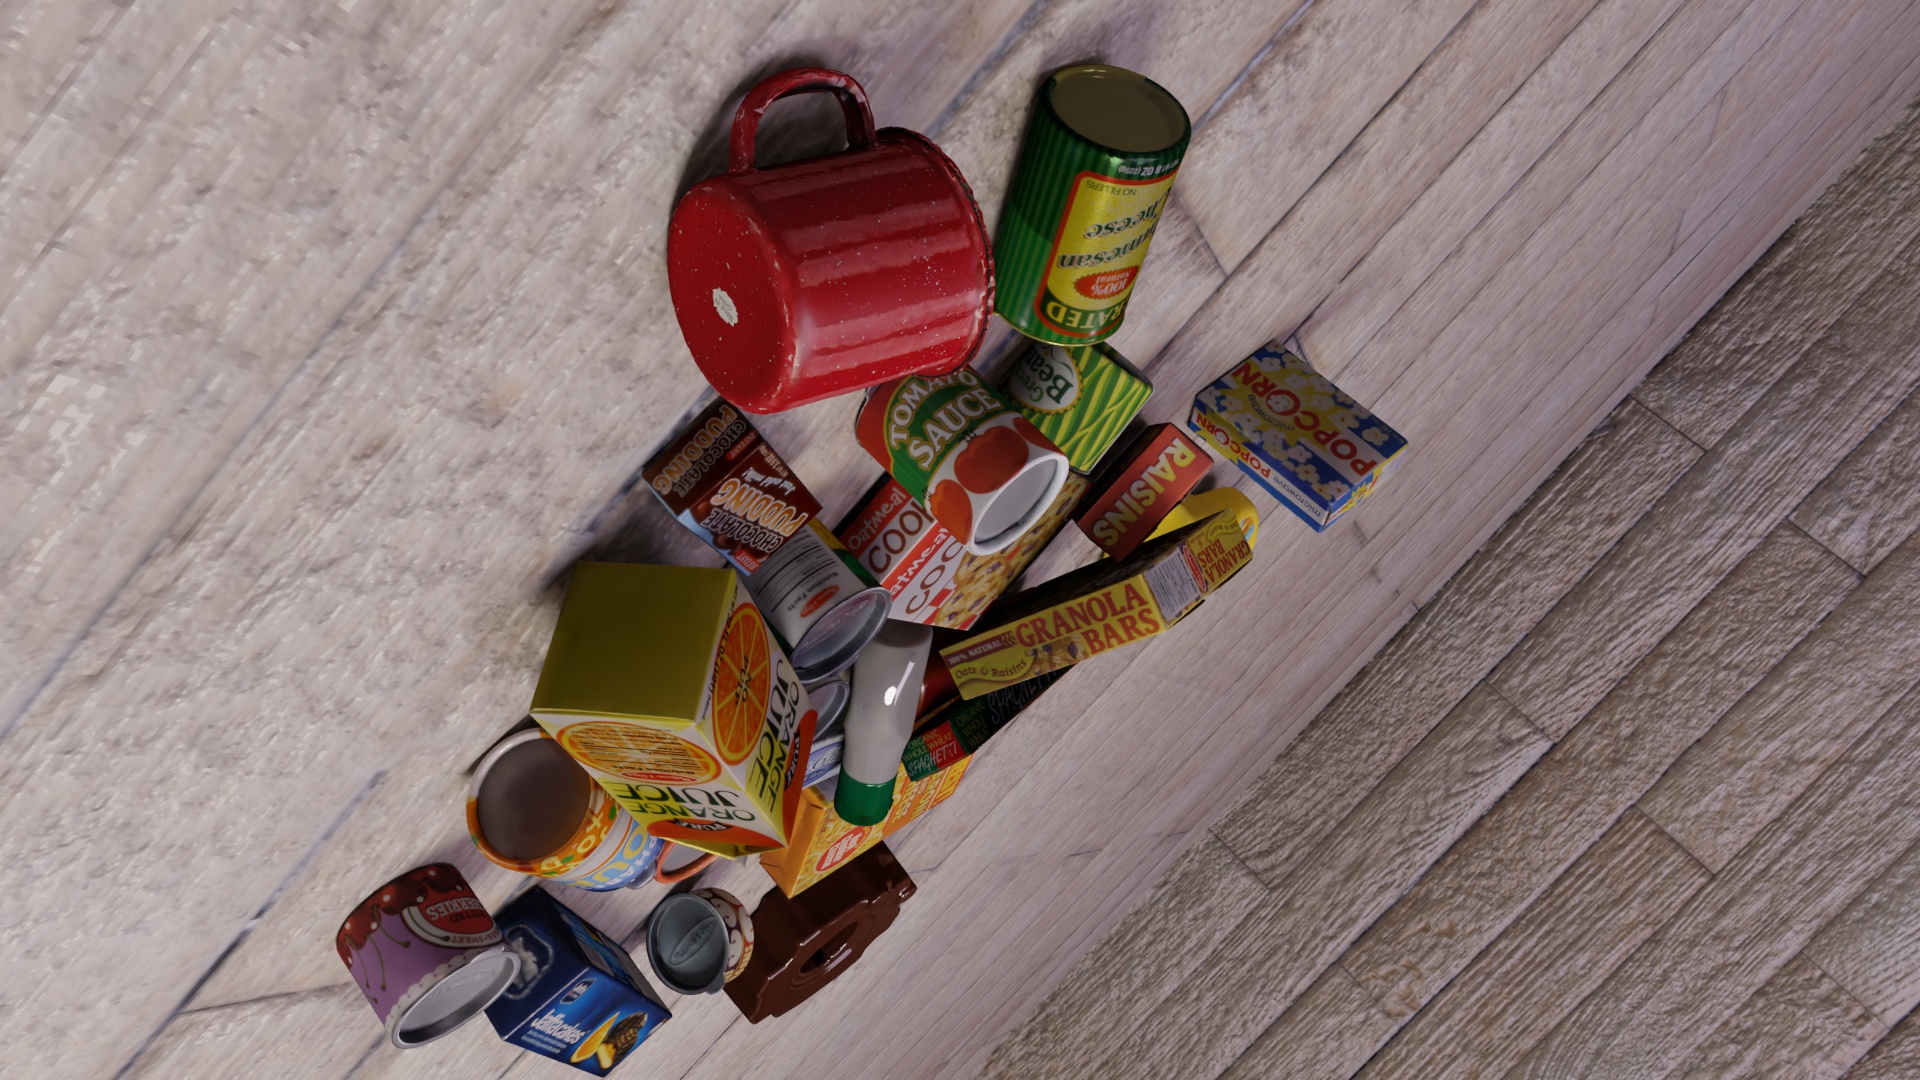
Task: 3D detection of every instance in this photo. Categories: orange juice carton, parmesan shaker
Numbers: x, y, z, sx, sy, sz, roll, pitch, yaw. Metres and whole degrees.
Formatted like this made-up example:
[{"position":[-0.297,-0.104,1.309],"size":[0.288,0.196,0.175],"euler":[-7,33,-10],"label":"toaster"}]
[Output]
[{"position":[-0.118,0.087,0.636],"size":[0.191,0.073,0.072],"euler":[74,22,-58],"label":"orange juice carton"},{"position":[0.052,-0.144,0.603],"size":[0.071,0.071,0.102],"euler":[-30,154,-33],"label":"parmesan shaker"}]

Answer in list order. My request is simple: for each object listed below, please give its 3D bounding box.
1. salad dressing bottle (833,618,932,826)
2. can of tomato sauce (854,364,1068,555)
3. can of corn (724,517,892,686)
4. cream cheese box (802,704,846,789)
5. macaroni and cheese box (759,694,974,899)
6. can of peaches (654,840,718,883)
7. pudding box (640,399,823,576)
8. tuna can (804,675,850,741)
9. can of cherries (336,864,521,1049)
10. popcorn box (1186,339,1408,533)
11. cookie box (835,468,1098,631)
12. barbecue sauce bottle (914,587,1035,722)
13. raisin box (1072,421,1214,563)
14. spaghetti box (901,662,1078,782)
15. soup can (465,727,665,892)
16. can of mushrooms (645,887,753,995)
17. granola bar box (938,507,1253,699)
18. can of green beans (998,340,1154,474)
[{"position":[-0.051,0.111,0.855],"size":[0.064,0.044,0.146],"euler":[-65,169,-58],"label":"salad dressing bottle"},{"position":[0.001,-0.044,0.664],"size":[0.071,0.083,0.071],"euler":[-38,157,-18],"label":"can of tomato sauce"},{"position":[-0.078,0.030,0.691],"size":[0.071,0.058,0.071],"euler":[-37,157,-19],"label":"can of corn"},{"position":[-0.101,0.136,0.884],"size":[0.104,0.024,0.053],"euler":[-16,143,-51],"label":"cream cheese box"},{"position":[-0.059,0.176,1.009],"size":[0.167,0.040,0.123],"euler":[-26,151,-39],"label":"macaroni and cheese box"},{"position":[-0.157,0.144,0.753],"size":[0.071,0.058,0.071],"euler":[-38,158,-19],"label":"can of peaches"},{"position":[-0.097,-0.021,0.603],"size":[0.050,0.030,0.083],"euler":[-42,158,-4],"label":"pudding box"},{"position":[-0.101,0.096,0.801],"size":[0.071,0.033,0.070],"euler":[-37,157,-19],"label":"tuna can"},{"position":[-0.256,0.199,0.673],"size":[0.072,0.058,0.071],"euler":[-36,156,-19],"label":"can of cherries"},{"position":[0.235,-0.074,0.972],"size":[0.085,0.127,0.038],"euler":[-36,153,-23],"label":"popcorn box"},{"position":[0.003,-0.010,0.790],"size":[0.123,0.040,0.167],"euler":[-49,159,9],"label":"cookie box"},{"position":[0.007,0.074,0.942],"size":[0.149,0.044,0.064],"euler":[-26,157,-41],"label":"barbecue sauce bottle"},{"position":[0.112,-0.031,0.886],"size":[0.086,0.040,0.123],"euler":[-47,-179,4],"label":"raisin box"},{"position":[0.035,0.105,0.985],"size":[0.050,0.028,0.251],"euler":[-30,179,30],"label":"spaghetti box"},{"position":[-0.184,0.132,0.663],"size":[0.071,0.071,0.083],"euler":[-43,158,-6],"label":"soup can"},{"position":[-0.173,0.269,0.930],"size":[0.071,0.071,0.033],"euler":[-50,159,12],"label":"can of mushrooms"},{"position":[0.085,0.041,0.869],"size":[0.165,0.039,0.125],"euler":[-24,-176,40],"label":"granola bar box"},{"position":[0.060,-0.078,0.734],"size":[0.057,0.071,0.071],"euler":[-52,157,15],"label":"can of green beans"}]
